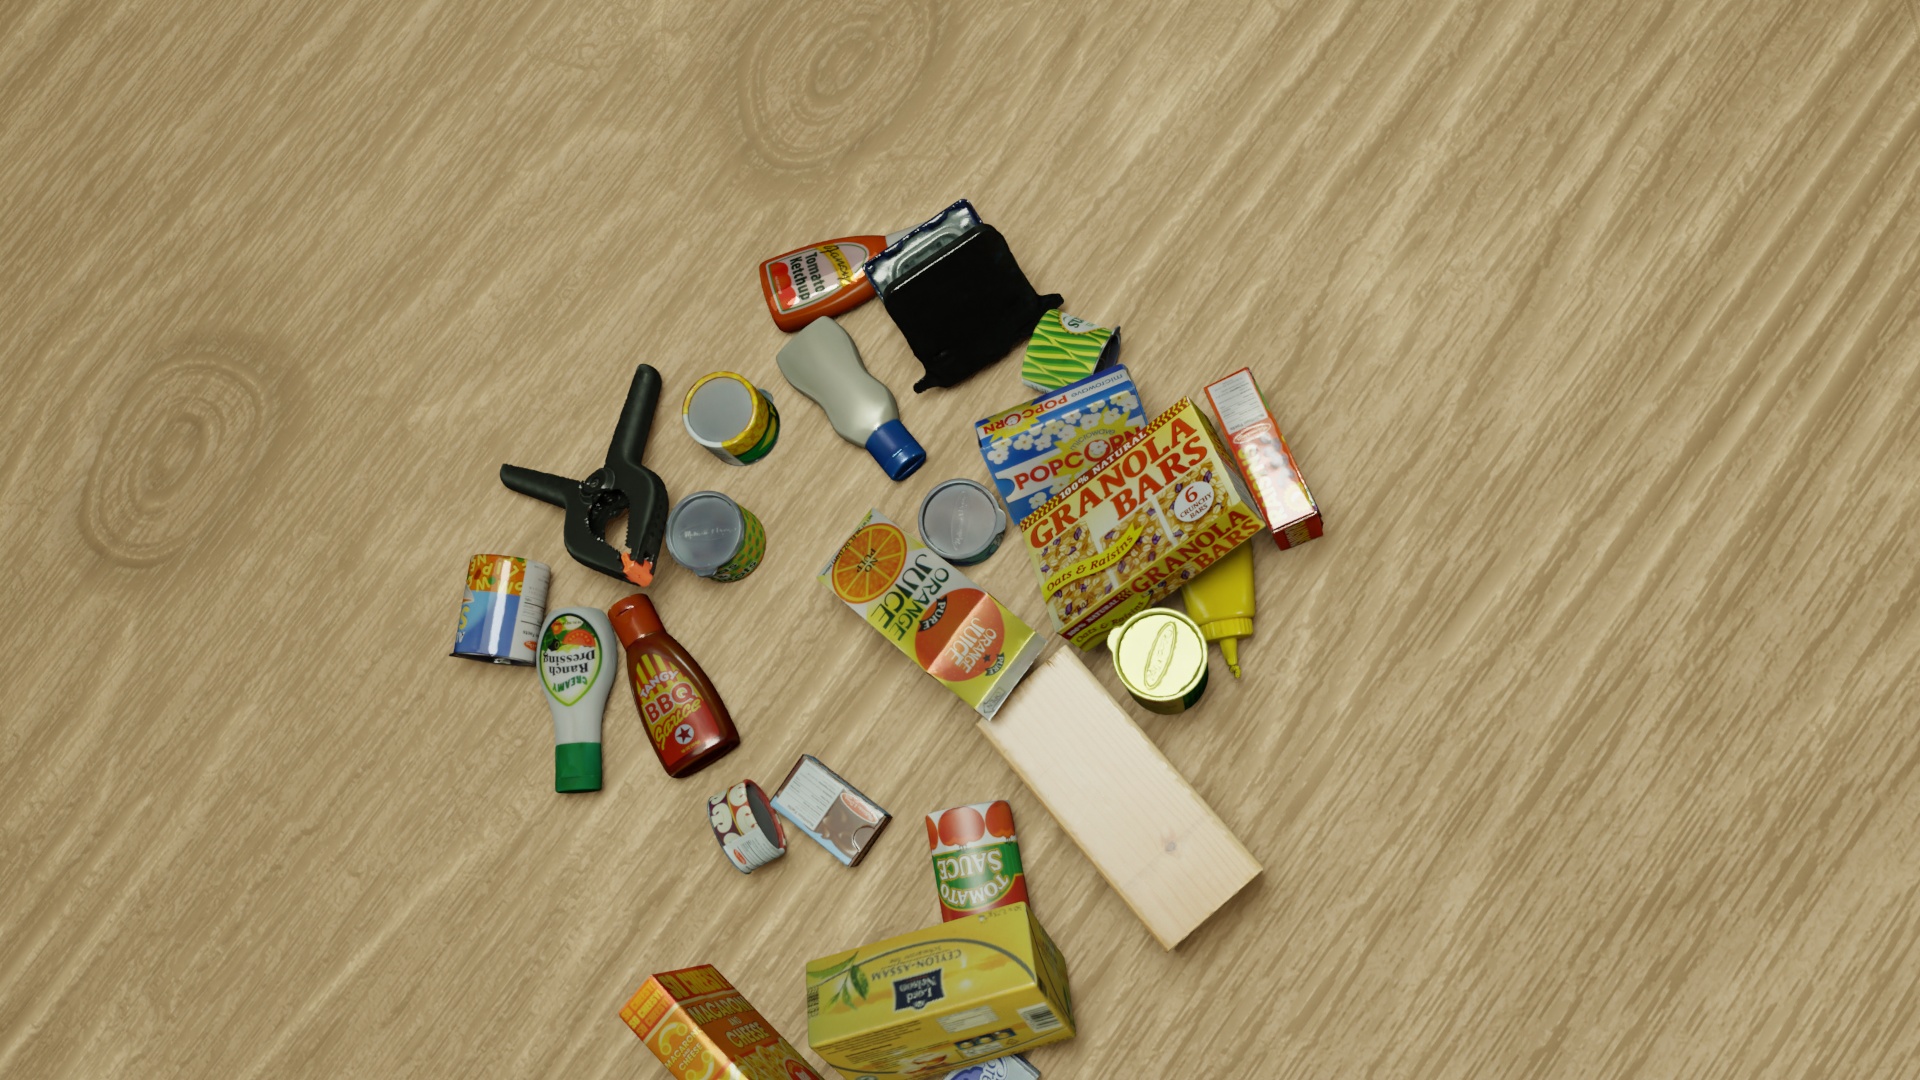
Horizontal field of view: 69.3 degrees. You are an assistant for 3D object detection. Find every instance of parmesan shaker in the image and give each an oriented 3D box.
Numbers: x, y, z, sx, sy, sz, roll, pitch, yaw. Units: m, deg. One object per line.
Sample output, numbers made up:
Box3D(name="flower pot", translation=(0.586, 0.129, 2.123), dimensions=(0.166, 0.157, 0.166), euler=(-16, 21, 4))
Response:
Box3D(name="parmesan shaker", translation=(0.146, 0.089, 1.019), dimensions=(0.071, 0.103, 0.071), euler=(-2, 77, 10))

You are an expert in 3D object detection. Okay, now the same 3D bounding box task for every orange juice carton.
Box3D(name="orange juice carton", translation=(-0.016, 0.057, 1.034), dimensions=(0.072, 0.073, 0.193), euler=(-51, 47, -3))

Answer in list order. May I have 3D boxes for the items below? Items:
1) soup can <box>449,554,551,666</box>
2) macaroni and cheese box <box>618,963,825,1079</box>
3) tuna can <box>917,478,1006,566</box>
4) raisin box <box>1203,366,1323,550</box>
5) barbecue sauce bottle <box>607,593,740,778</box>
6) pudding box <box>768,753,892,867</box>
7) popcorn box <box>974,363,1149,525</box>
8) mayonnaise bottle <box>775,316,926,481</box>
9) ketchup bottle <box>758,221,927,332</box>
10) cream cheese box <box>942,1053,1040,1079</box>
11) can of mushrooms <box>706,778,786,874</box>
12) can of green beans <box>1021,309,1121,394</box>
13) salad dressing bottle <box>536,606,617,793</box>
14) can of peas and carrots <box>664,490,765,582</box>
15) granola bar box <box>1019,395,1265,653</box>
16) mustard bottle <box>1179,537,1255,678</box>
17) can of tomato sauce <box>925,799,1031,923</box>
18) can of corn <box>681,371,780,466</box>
Box3D(name="soup can", translation=(-0.381, 0.058, 1.147), dimensions=(0.071, 0.071, 0.084), euler=(3, 78, 12))
Box3D(name="macaroni and cheese box", translation=(-0.157, 0.381, 0.999), dimensions=(0.167, 0.123, 0.040), euler=(40, 86, 17))
Box3D(name="tuna can", translation=(0.004, -0.014, 1.106), dimensions=(0.071, 0.033, 0.071), euler=(-2, 77, 11))
Box3D(name="raisin box", translation=(0.230, -0.060, 1.045), dimensions=(0.040, 0.086, 0.123), euler=(-24, 74, 11))
Box3D(name="barbecue sauce bottle", translation=(-0.237, 0.113, 1.119), dimensions=(0.065, 0.043, 0.149), euler=(-32, 73, 4))
Box3D(name="pudding box", translation=(-0.101, 0.209, 1.077), dimensions=(0.084, 0.030, 0.050), euler=(34, 85, 16))
Box3D(name="popcorn box", translation=(0.084, -0.074, 1.076), dimensions=(0.127, 0.085, 0.038), euler=(-22, 41, 6))
Box3D(name="mayonnaise bottle", translation=(-0.086, -0.113, 1.144), dimensions=(0.065, 0.041, 0.148), euler=(-40, 74, 2))
Box3D(name="ketchup bottle", translation=(-0.092, -0.227, 1.169), dimensions=(0.149, 0.043, 0.065), euler=(-18, 74, 6))
Box3D(name="cream cheese box", translation=(0.006, 0.412, 1.012), dimensions=(0.053, 0.024, 0.104), euler=(38, 87, 16))
Box3D(name="can of mushrooms", translation=(-0.165, 0.218, 1.069), dimensions=(0.033, 0.071, 0.071), euler=(-29, 74, 4))
Box3D(name="can of green beans", translation=(0.088, -0.144, 1.103), dimensions=(0.058, 0.071, 0.071), euler=(23, 83, 16))
Box3D(name="salad dressing bottle", translation=(-0.311, 0.130, 1.129), dimensions=(0.064, 0.044, 0.148), euler=(-6, 76, 4))
Box3D(name="can of peas and carrots", translation=(-0.198, 0.000, 1.129), dimensions=(0.071, 0.058, 0.071), euler=(-2, 78, 11))
Box3D(name="granola bar box", translation=(0.130, -0.012, 1.027), dimensions=(0.165, 0.039, 0.125), euler=(-38, 40, 19))
Box3D(name="mustard bottle", translation=(0.192, 0.026, 1.052), dimensions=(0.065, 0.048, 0.160), euler=(-11, 76, 12))
Box3D(name="can of tomato sauce", translation=(0.012, 0.239, 1.027), dimensions=(0.071, 0.071, 0.083), euler=(-13, 75, 8))
Box3D(name="can of corn", translation=(-0.188, -0.103, 1.151), dimensions=(0.071, 0.058, 0.071), euler=(-2, 77, 10))
